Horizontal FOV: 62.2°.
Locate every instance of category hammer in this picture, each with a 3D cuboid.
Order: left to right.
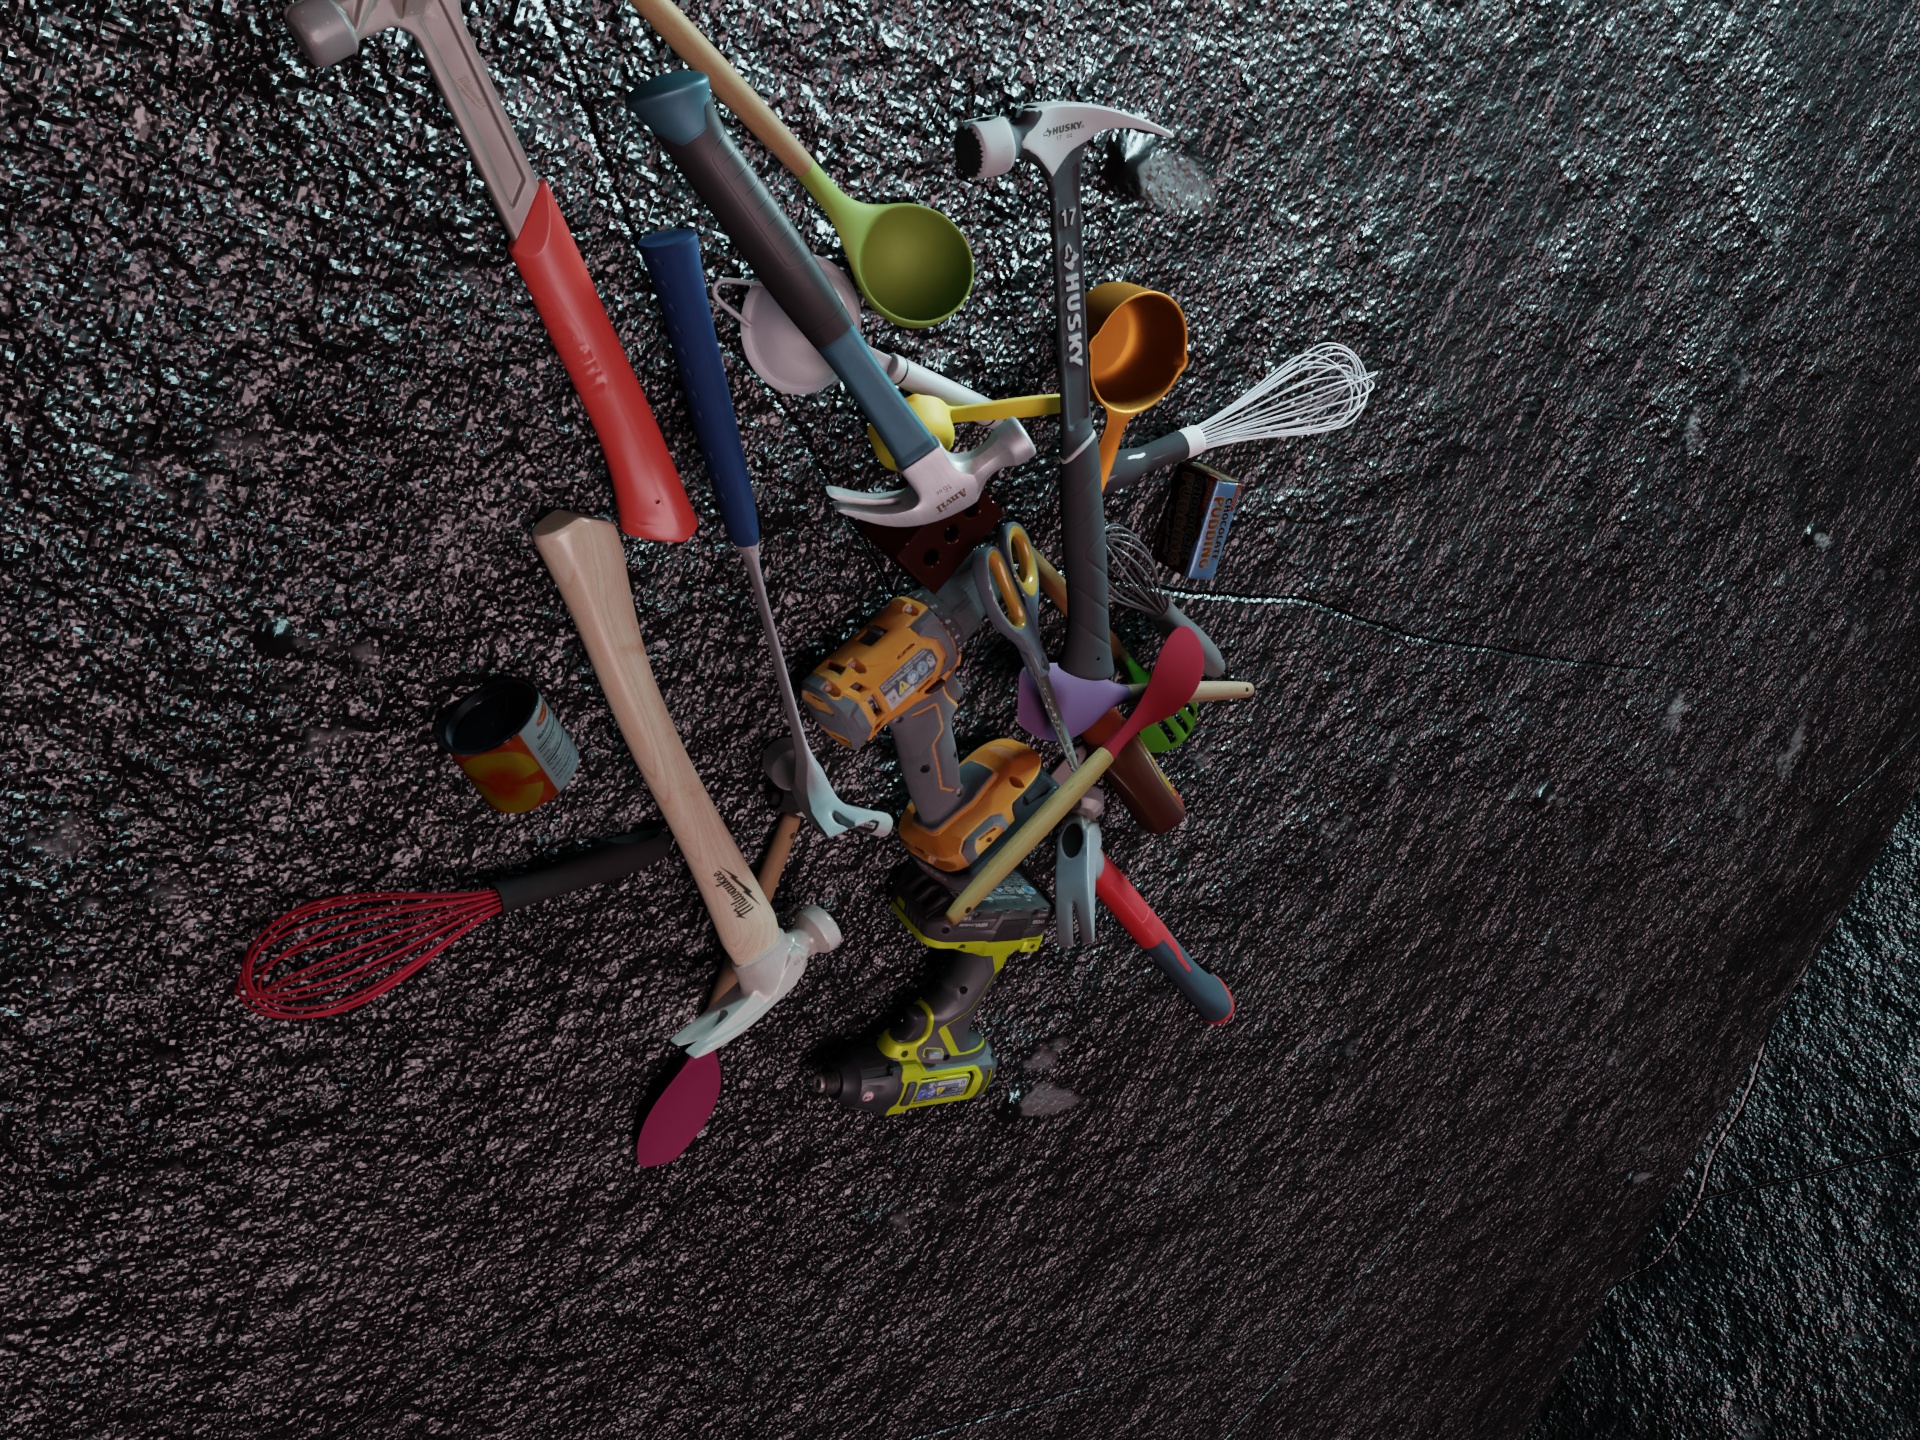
[{"bbox_3d":[-0.220,-0.255,0.896,0.149,0.037,0.358,-34,132,-16],"label":"hammer"},{"bbox_3d":[-0.199,0.047,1.069,0.146,0.038,0.410,-40,130,-29],"label":"hammer"},{"bbox_3d":[-0.131,-0.104,1.010,0.035,0.144,0.405,-22,122,-18],"label":"hammer"},{"bbox_3d":[-0.082,-0.241,0.945,0.128,0.033,0.330,-34,130,6],"label":"hammer"},{"bbox_3d":[0.082,-0.208,1.081,0.149,0.036,0.408,-22,124,-25],"label":"hammer"},{"bbox_3d":[0.174,0.209,1.441,0.038,0.143,0.385,-11,145,23],"label":"hammer"}]

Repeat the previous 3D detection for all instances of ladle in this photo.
[{"bbox_3d":[-0.098,-0.334,0.909,0.319,0.062,0.078,36,73,-49],"label":"ladle"},{"bbox_3d":[0.095,0.042,1.222,0.315,0.031,0.069,-45,138,-21],"label":"ladle"}]

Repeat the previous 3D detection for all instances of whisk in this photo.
[{"bbox_3d":[-0.322,0.123,1.039,0.296,0.073,0.073,-19,127,-34],"label":"whisk"},{"bbox_3d":[0.162,-0.090,1.287,0.055,0.055,0.238,-52,138,1],"label":"whisk"},{"bbox_3d":[0.203,-0.226,1.232,0.284,0.070,0.070,-23,129,-19],"label":"whisk"}]

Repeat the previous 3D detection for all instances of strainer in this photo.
[{"bbox_3d":[-0.048,-0.234,1.041,0.258,0.050,0.087,14,99,-46],"label":"strainer"}]

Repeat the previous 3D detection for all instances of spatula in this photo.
[{"bbox_3d":[0.148,-0.019,1.285,0.315,0.018,0.060,-4,98,-48],"label":"spatula"}]

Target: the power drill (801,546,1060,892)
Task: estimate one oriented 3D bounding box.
[{"bbox_3d":[-0.002,-0.004,1.191,0.185,0.084,0.226,-44,130,-19],"label":"power drill"}]

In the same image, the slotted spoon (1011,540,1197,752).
[{"bbox_3d":[0.117,-0.061,1.282,0.070,0.031,0.313,-54,134,-7],"label":"slotted spoon"}]

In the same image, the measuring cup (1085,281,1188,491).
[{"bbox_3d":[0.100,-0.230,1.148,0.095,0.052,0.173,0,118,-38],"label":"measuring cup"}]

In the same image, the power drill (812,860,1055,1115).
[{"bbox_3d":[-0.023,0.227,1.321,0.171,0.080,0.223,2,118,-39],"label":"power drill"}]

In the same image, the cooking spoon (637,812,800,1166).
[{"bbox_3d":[-0.183,0.212,1.225,0.068,0.017,0.319,4,114,-49],"label":"cooking spoon"}]

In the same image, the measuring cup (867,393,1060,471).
[{"bbox_3d":[0.015,-0.198,1.080,0.156,0.029,0.062,-11,158,-16],"label":"measuring cup"}]

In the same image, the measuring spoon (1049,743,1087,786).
[{"bbox_3d":[0.061,0.063,1.329,0.124,0.018,0.034,-46,135,-14],"label":"measuring spoon"}]
